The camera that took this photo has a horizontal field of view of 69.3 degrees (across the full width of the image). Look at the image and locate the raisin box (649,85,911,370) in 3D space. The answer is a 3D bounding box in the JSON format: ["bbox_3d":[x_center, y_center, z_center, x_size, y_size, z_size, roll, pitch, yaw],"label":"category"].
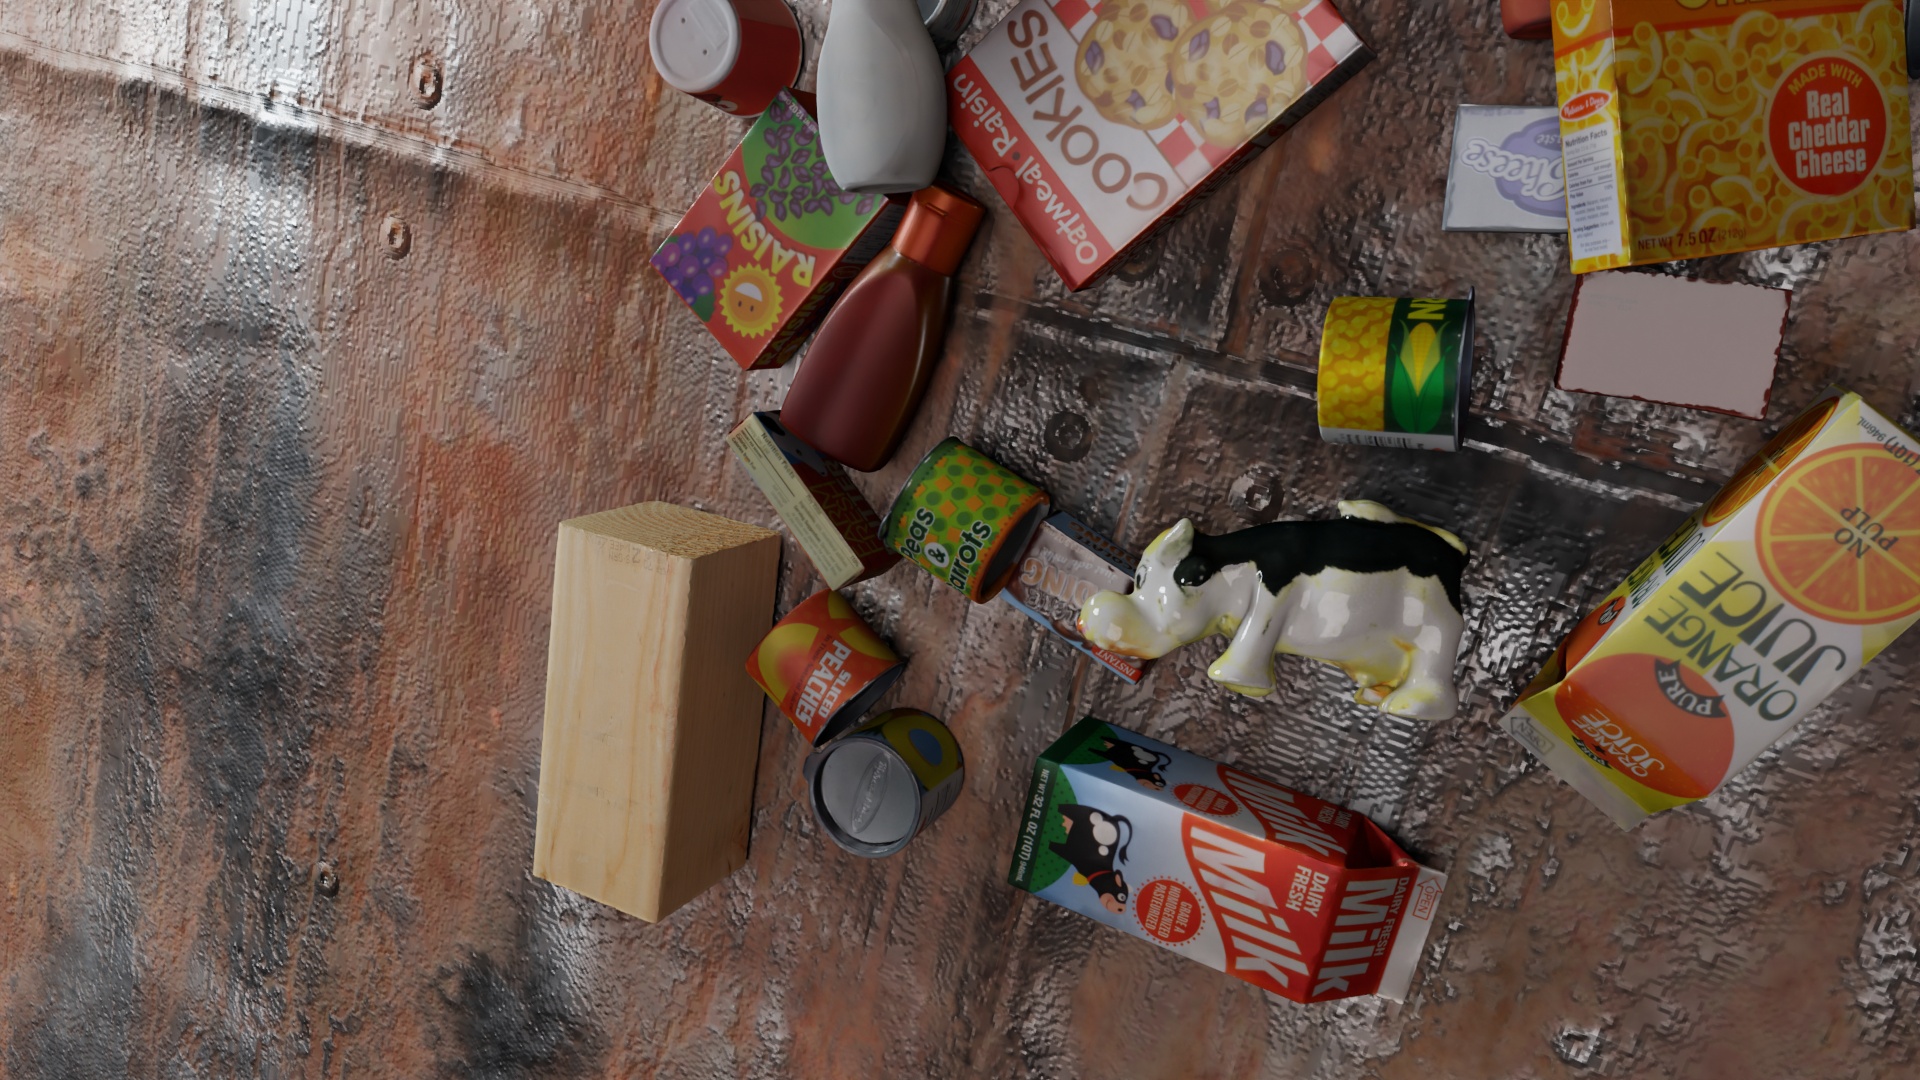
[{"bbox_3d":[-0.095,-0.162,0.731,0.086,0.040,0.123,48,112,8],"label":"raisin box"}]

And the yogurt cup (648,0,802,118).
[{"bbox_3d":[-0.123,-0.256,0.718,0.072,0.054,0.072,4,101,22],"label":"yogurt cup"}]

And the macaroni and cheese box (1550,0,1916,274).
[{"bbox_3d":[0.288,-0.192,0.525,0.124,0.040,0.166,-9,96,-10],"label":"macaroni and cheese box"}]

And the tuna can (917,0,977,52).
[{"bbox_3d":[-0.029,-0.276,0.685,0.071,0.033,0.071,4,101,23],"label":"tuna can"}]

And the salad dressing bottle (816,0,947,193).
[{"bbox_3d":[-0.039,-0.240,0.653,0.064,0.044,0.147,1,98,34],"label":"salad dressing bottle"}]

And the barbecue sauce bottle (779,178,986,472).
[{"bbox_3d":[-0.036,-0.111,0.711,0.065,0.044,0.148,31,109,7],"label":"barbecue sauce bottle"}]

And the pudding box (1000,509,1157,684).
[{"bbox_3d":[0.068,0.028,0.697,0.084,0.030,0.049,34,111,15],"label":"pudding box"}]

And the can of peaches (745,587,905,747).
[{"bbox_3d":[-0.073,0.067,0.743,0.058,0.071,0.071,47,114,11],"label":"can of peaches"}]

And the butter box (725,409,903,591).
[{"bbox_3d":[-0.077,-0.023,0.739,0.024,0.053,0.103,-39,83,22],"label":"butter box"}]

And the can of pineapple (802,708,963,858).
[{"bbox_3d":[-0.040,0.127,0.746,0.071,0.058,0.071,4,101,23],"label":"can of pineapple"}]

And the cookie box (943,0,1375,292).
[{"bbox_3d":[0.083,-0.215,0.642,0.167,0.040,0.123,-38,83,25],"label":"cookie box"}]

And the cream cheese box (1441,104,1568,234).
[{"bbox_3d":[0.260,-0.156,0.584,0.104,0.024,0.053,7,102,23],"label":"cream cheese box"}]

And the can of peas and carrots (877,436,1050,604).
[{"bbox_3d":[0.002,-0.009,0.697,0.059,0.071,0.070,32,110,15],"label":"can of peas and carrots"}]

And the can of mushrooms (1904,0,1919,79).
[{"bbox_3d":[0.370,-0.205,0.503,0.033,0.071,0.071,5,101,22],"label":"can of mushrooms"}]

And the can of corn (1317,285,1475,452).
[{"bbox_3d":[0.191,-0.076,0.605,0.058,0.071,0.071,6,101,23],"label":"can of corn"}]

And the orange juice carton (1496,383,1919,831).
[{"bbox_3d":[0.314,0.033,0.566,0.072,0.073,0.192,42,113,11],"label":"orange juice carton"}]

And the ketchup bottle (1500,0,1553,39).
[{"bbox_3d":[0.248,-0.282,0.556,0.065,0.043,0.148,-3,98,12],"label":"ketchup bottle"}]

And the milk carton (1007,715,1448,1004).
[{"bbox_3d":[0.128,0.156,0.669,0.191,0.073,0.072,19,106,20],"label":"milk carton"}]
